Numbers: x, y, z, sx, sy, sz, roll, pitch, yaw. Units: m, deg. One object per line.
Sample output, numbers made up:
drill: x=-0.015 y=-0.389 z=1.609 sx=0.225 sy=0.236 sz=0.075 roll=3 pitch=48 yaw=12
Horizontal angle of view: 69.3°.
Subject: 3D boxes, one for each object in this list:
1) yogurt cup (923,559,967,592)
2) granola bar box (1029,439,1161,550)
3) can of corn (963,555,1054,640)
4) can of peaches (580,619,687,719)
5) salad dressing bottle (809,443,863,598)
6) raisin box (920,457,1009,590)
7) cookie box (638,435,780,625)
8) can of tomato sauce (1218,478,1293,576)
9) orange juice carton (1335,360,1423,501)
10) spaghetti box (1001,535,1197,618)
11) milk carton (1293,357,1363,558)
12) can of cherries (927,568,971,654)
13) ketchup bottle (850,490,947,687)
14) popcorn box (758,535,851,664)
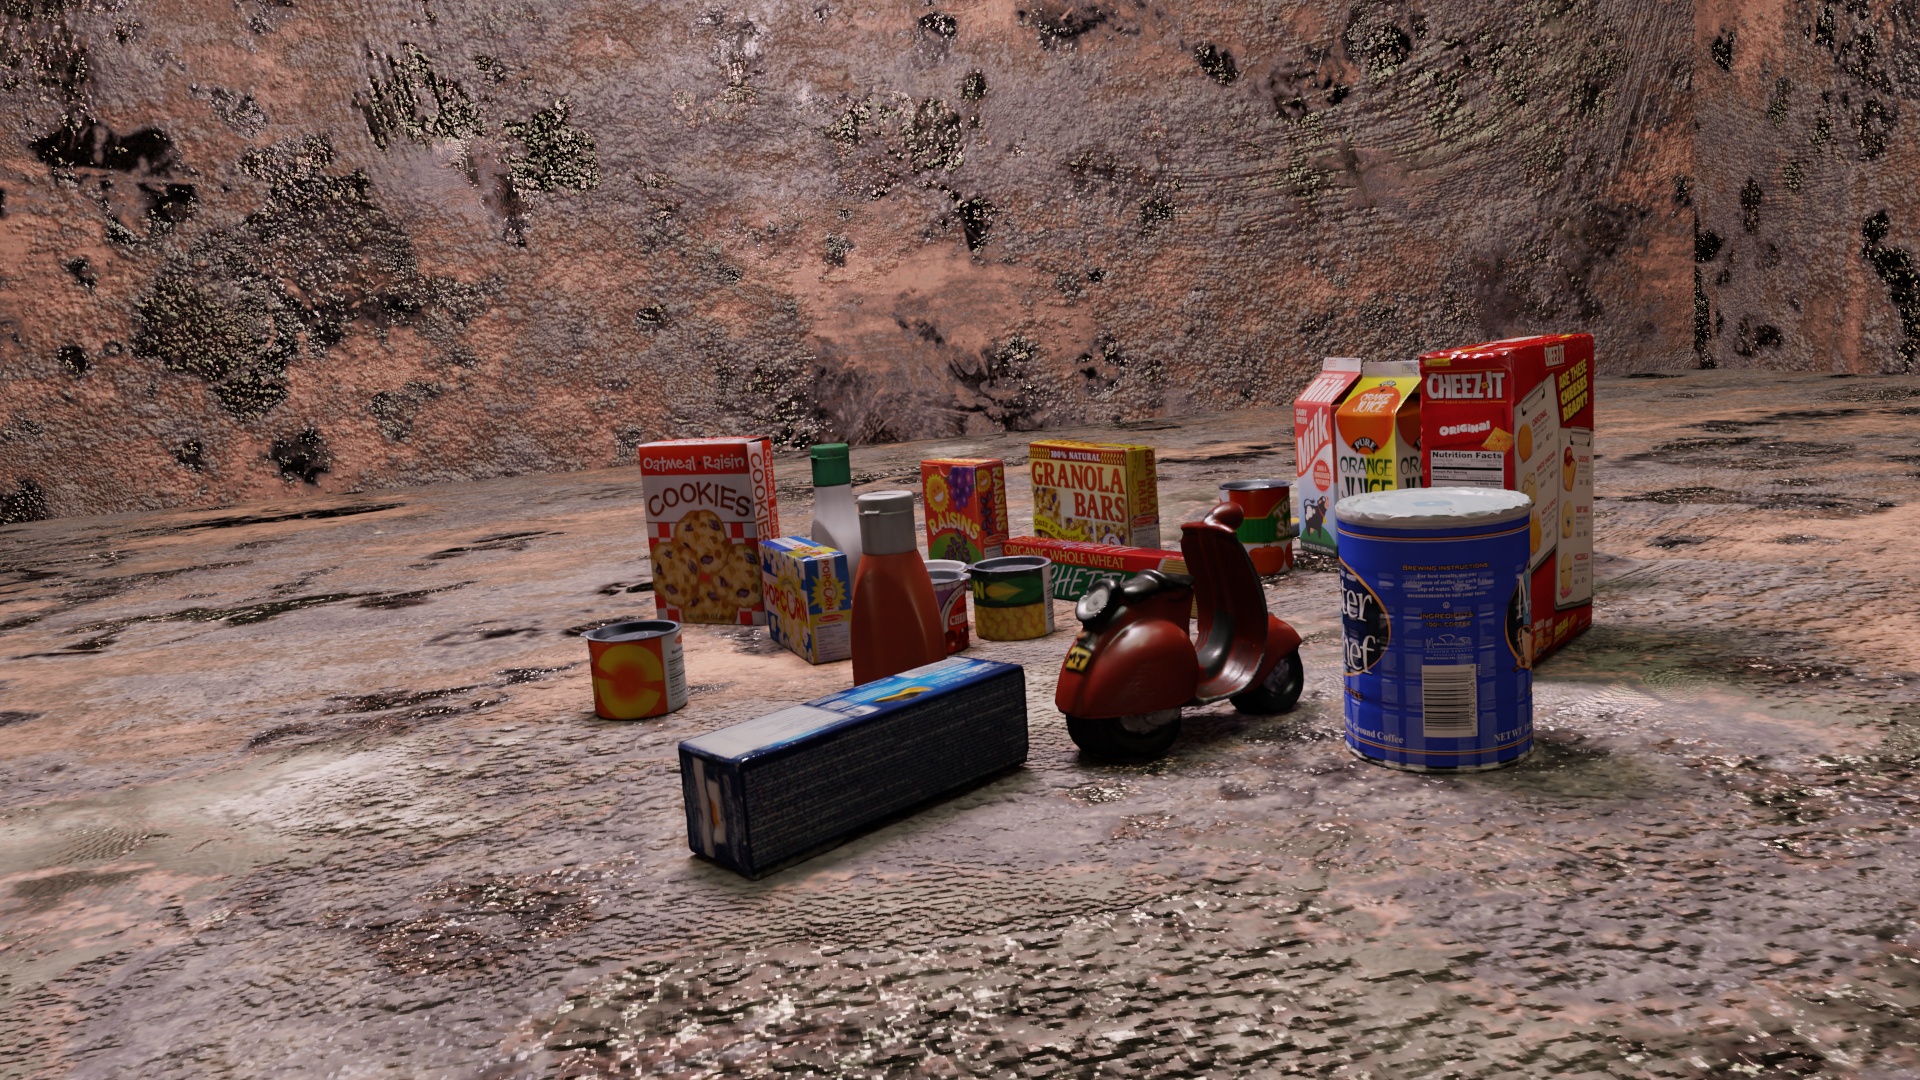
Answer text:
yogurt cup: x=-0.026 y=0.049 z=1.167 sx=0.072 sy=0.054 sz=0.072 roll=-4 pitch=9 yaw=1
granola bar box: x=0.132 y=-0.036 z=1.393 sx=0.039 sy=0.124 sz=0.165 roll=-10 pitch=10 yaw=-30
can of corn: x=0.040 y=0.047 z=1.134 sx=0.071 sy=0.058 sz=0.071 roll=-4 pitch=9 yaw=1
can of peaches: x=-0.232 y=0.092 z=0.990 sx=0.071 sy=0.058 sz=0.071 roll=-4 pitch=9 yaw=1
salad dressing bottle: x=-0.119 y=-0.019 z=1.335 sx=0.044 sy=0.147 sz=0.064 roll=-10 pitch=10 yaw=-35
raisin box: x=0.005 y=-0.017 z=1.339 sx=0.040 sy=0.123 sz=0.086 roll=-11 pitch=11 yaw=-38
cookie box: x=-0.226 y=-0.009 z=1.267 sx=0.123 sy=0.167 sz=0.040 roll=0 pitch=10 yaw=26
can of tomato sauce: x=0.280 y=-0.013 z=1.308 sx=0.071 sy=0.083 sz=0.071 roll=-4 pitch=9 yaw=1
orange juice carton: x=0.380 y=-0.060 z=1.210 sx=0.073 sy=0.192 sz=0.072 roll=-9 pitch=10 yaw=-27
spaghetti box: x=0.129 y=0.030 z=1.220 sx=0.029 sy=0.050 sz=0.250 roll=-12 pitch=12 yaw=-40
milk carton: x=0.378 y=-0.084 z=1.365 sx=0.073 sy=0.190 sz=0.072 roll=-7 pitch=9 yaw=-15
can of cherries: x=-0.025 y=0.057 z=1.100 sx=0.071 sy=0.058 sz=0.071 roll=-4 pitch=9 yaw=1
ketchup bottle: x=-0.044 y=0.043 z=0.916 sx=0.064 sy=0.148 sz=0.044 roll=0 pitch=10 yaw=27
popcorn box: x=-0.126 y=0.046 z=1.134 sx=0.038 sy=0.085 sz=0.127 roll=-8 pitch=10 yaw=-23
